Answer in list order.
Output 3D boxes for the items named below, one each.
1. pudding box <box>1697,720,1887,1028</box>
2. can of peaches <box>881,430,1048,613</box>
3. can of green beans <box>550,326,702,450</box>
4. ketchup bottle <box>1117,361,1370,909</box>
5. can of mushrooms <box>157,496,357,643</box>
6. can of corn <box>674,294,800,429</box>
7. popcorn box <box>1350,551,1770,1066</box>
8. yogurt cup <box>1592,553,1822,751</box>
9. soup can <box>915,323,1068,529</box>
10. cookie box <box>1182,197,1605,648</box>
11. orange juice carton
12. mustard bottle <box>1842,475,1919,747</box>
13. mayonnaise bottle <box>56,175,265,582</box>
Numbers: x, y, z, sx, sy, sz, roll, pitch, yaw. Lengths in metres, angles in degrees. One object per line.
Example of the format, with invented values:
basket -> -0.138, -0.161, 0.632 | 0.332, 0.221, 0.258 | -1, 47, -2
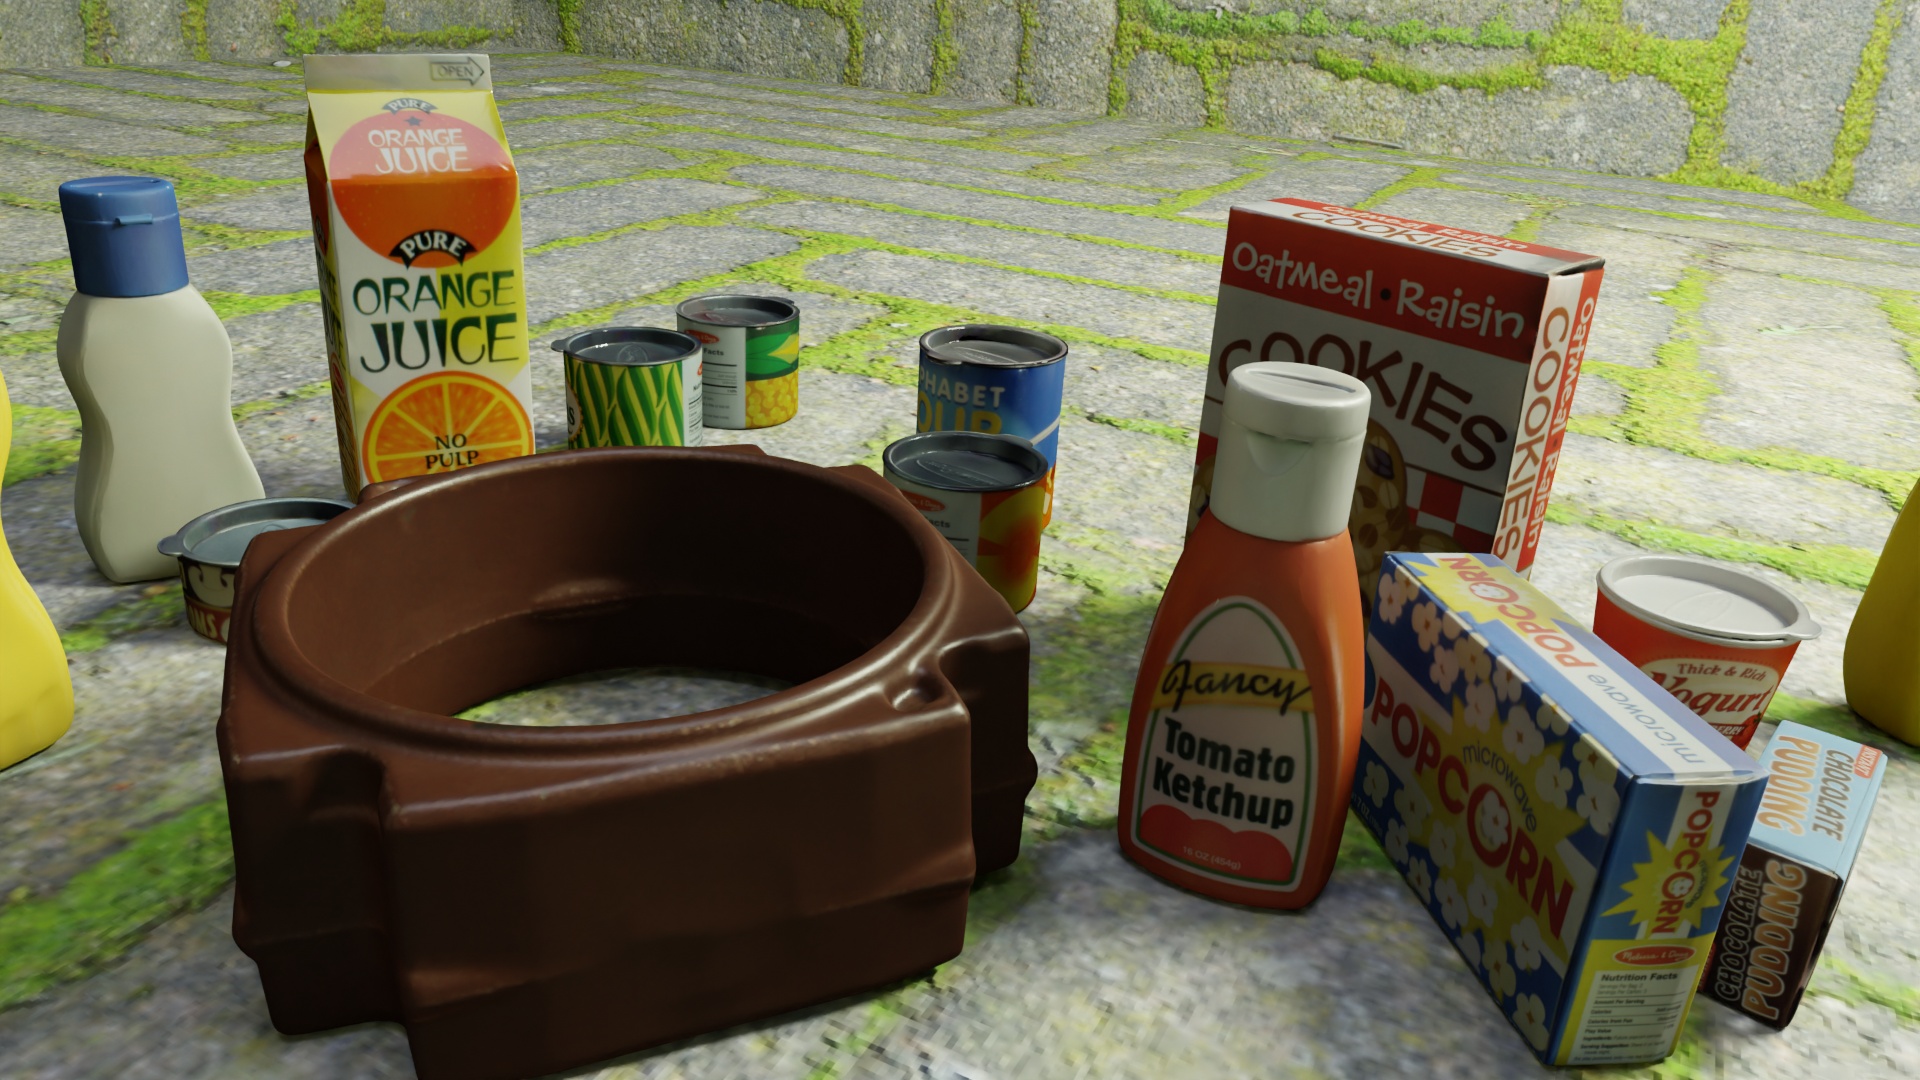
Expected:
pudding box -> 0.229, 0.089, 0.385 | 0.030, 0.049, 0.084 | 21, 28, 34
can of peaches -> 0.002, -0.007, 0.563 | 0.071, 0.057, 0.071 | 3, 23, -1
can of green beans -> -0.160, -0.069, 0.681 | 0.071, 0.057, 0.071 | 3, 23, -1
ketchup bottle -> 0.082, 0.027, 0.382 | 0.065, 0.148, 0.044 | 13, 25, 22
can of mushrooms -> -0.254, 0.010, 0.513 | 0.071, 0.033, 0.071 | 3, 23, -1
can of corn -> -0.119, -0.098, 0.756 | 0.071, 0.058, 0.071 | 3, 23, -1
popcorn box -> 0.153, 0.066, 0.381 | 0.038, 0.084, 0.127 | -1, 23, -10
yogurt cup -> 0.257, 0.042, 0.494 | 0.072, 0.053, 0.073 | 3, 23, -1
soup can -> 0.010, -0.049, 0.629 | 0.071, 0.083, 0.071 | 3, 23, -1
cookie box -> 0.145, -0.029, 0.498 | 0.040, 0.166, 0.123 | -17, 30, -40
orange juice carton -> -0.226, -0.103, 0.580 | 0.072, 0.191, 0.073 | -10, 26, -29
mustard bottle -> 0.363, -0.004, 0.483 | 0.065, 0.159, 0.049 | -1, 23, -11
mayonnaise bottle -> -0.306, -0.060, 0.525 | 0.065, 0.147, 0.041 | -17, 30, -40
